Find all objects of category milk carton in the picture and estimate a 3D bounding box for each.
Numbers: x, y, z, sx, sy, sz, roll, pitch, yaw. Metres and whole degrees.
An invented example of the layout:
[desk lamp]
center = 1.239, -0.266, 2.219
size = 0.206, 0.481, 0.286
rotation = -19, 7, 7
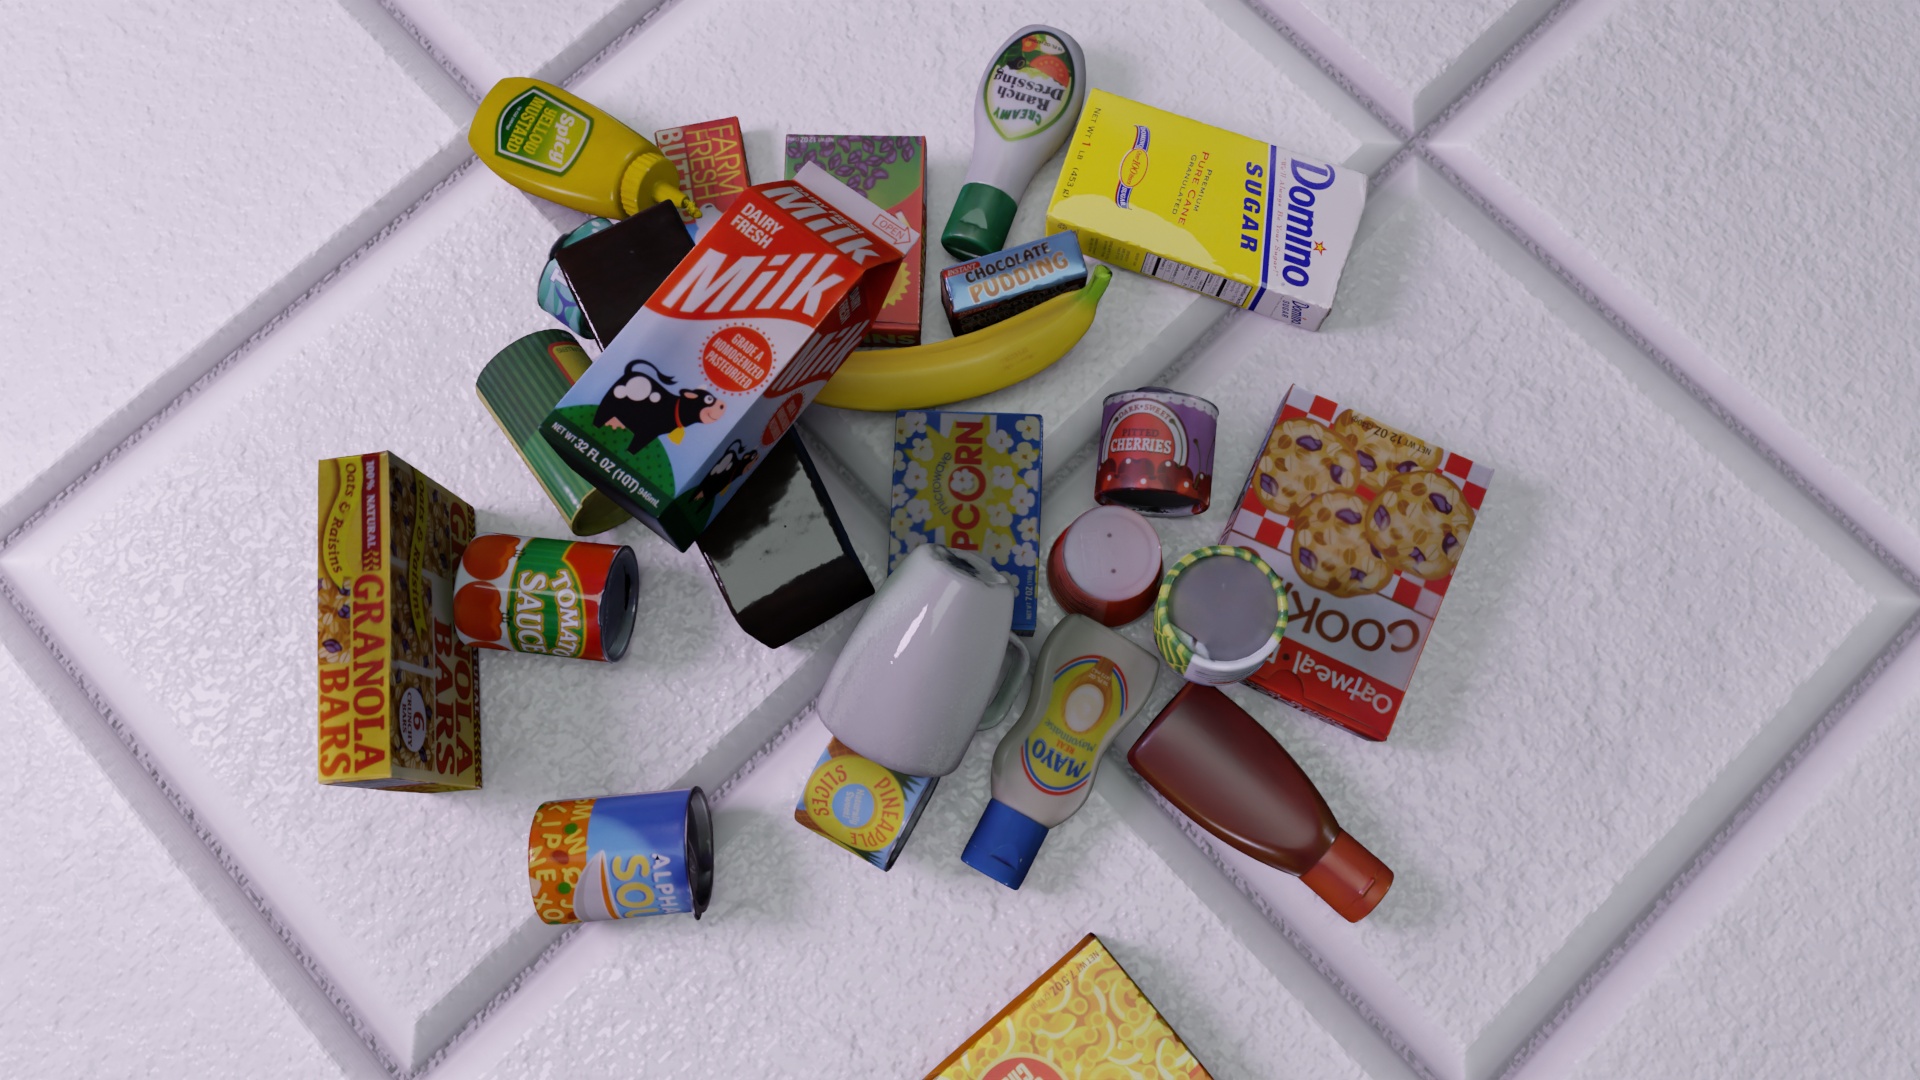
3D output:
[milk carton]
center = -0.104, -0.095, 0.663
size = 0.072, 0.073, 0.191
rotation = 36, 78, 7

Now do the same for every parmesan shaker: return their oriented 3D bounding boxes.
[parmesan shaker]
center = -0.222, -0.063, 0.792
size = 0.071, 0.071, 0.103
rotation = -36, 79, -7

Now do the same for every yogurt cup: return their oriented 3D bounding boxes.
[yogurt cup]
center = 0.083, 0.013, 0.779
size = 0.072, 0.054, 0.072
rotation = 0, 77, 2

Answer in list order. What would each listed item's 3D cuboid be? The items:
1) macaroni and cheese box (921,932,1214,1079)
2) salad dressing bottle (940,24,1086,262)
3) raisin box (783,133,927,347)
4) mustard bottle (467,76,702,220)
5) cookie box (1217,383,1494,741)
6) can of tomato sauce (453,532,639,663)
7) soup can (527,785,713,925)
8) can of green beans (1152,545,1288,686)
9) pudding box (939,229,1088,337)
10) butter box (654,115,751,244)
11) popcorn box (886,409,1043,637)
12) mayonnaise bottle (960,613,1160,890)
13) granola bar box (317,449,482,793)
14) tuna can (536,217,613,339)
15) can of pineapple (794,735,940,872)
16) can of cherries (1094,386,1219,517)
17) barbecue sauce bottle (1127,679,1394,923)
[macaroni and cheese box]
center = 0.077, 0.310, 0.717
size = 0.124, 0.040, 0.166
rotation = -39, 79, -7
[salad dressing bottle]
center = 0.031, -0.239, 0.843
size = 0.064, 0.044, 0.148
rotation = 19, 78, 6
[raisin box]
center = -0.063, -0.180, 0.833
size = 0.086, 0.040, 0.123
rotation = 2, 78, 0
[mustard bottle]
center = -0.217, -0.225, 0.827
size = 0.160, 0.049, 0.065
rotation = 25, 87, 20
[cookie box]
center = 0.209, 0.012, 0.784
size = 0.123, 0.040, 0.168
rotation = 24, 79, 7
[can of tomato sauce]
center = -0.229, 0.032, 0.771
size = 0.083, 0.071, 0.071
rotation = 6, 77, 3
[soup can]
center = -0.179, 0.170, 0.739
size = 0.084, 0.071, 0.071
rotation = -6, 77, 0
[can of green beans]
center = 0.135, 0.040, 0.729
size = 0.071, 0.057, 0.071
rotation = -1, 76, 5
[pudding box]
center = 0.031, -0.151, 0.820
size = 0.084, 0.049, 0.030
rotation = -17, 79, -3
[butter box]
center = -0.152, -0.205, 0.848
size = 0.053, 0.024, 0.103
rotation = -11, 77, -1
[popcorn box]
center = 0.003, -0.010, 0.794
size = 0.085, 0.038, 0.127
rotation = 2, 77, 1
[mayonnaise bottle]
center = 0.051, 0.117, 0.761
size = 0.065, 0.041, 0.148
rotation = 30, 79, -5
[granola bar box]
center = -0.297, 0.049, 0.740
size = 0.039, 0.124, 0.166
rotation = -6, 77, 0
[tuna can]
center = -0.214, -0.154, 0.813
size = 0.033, 0.071, 0.071
rotation = 36, 80, 7
[can of pineapple]
center = -0.049, 0.135, 0.745
size = 0.058, 0.071, 0.071
rotation = 27, 79, 7
[can of cherries]
center = 0.109, -0.049, 0.784
size = 0.071, 0.071, 0.058
rotation = 7, 78, 3
[barbecue sauce bottle]
center = 0.165, 0.144, 0.753
size = 0.148, 0.043, 0.065
rotation = 41, 81, 9
